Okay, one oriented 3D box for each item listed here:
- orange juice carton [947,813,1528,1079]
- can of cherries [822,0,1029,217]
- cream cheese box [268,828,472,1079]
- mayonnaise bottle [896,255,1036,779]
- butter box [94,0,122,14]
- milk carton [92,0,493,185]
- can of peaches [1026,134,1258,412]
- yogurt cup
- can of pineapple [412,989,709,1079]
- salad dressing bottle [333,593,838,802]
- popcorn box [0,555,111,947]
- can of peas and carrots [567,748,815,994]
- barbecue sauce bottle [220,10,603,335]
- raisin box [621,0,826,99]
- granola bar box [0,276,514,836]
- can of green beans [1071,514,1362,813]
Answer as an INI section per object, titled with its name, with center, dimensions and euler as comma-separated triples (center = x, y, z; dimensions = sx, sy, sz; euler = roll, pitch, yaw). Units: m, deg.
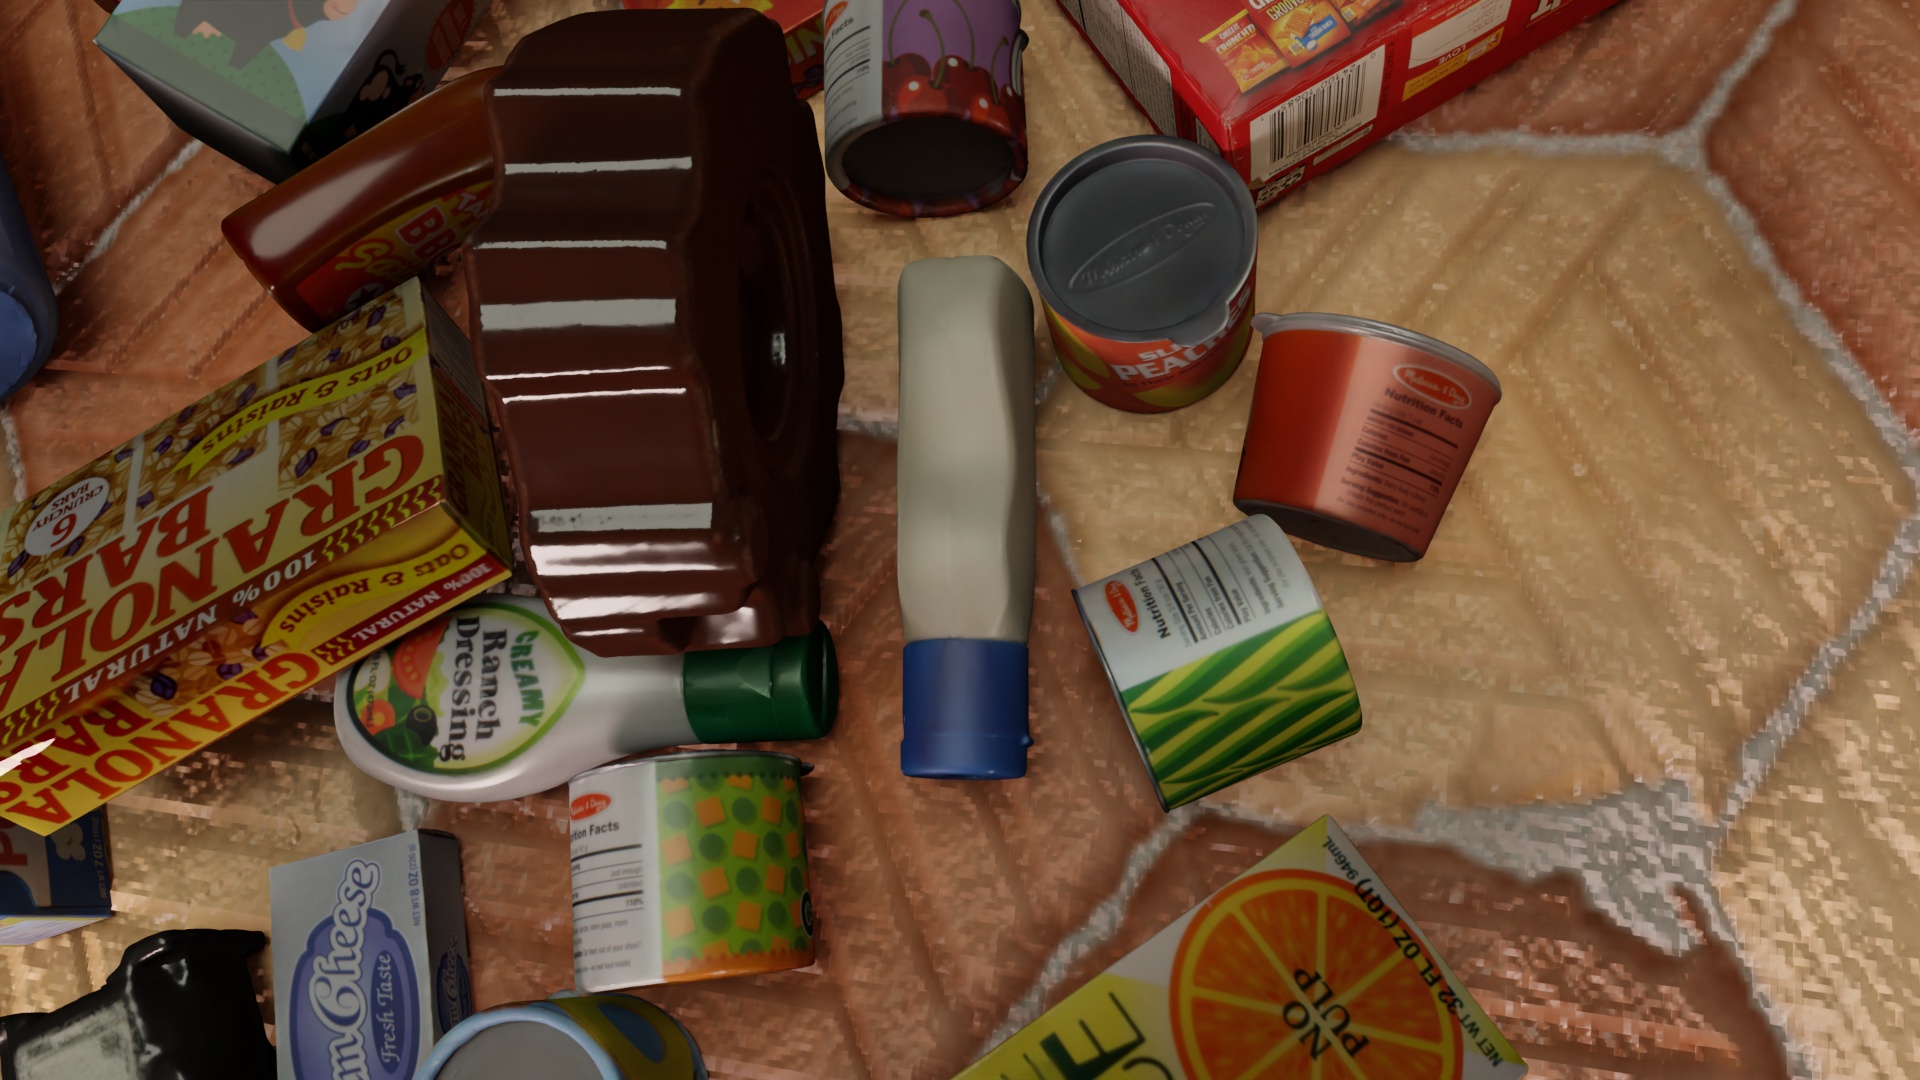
[orange juice carton]
center = 0.026, 0.147, 0.310
dimensions = 0.193, 0.072, 0.072
euler = -26, 68, -26
[can of cherries]
center = -0.009, -0.146, 0.452
dimensions = 0.071, 0.071, 0.058
euler = -6, 73, 10
[cream cheese box]
center = -0.176, 0.144, 0.417
dimensions = 0.053, 0.024, 0.104
euler = -16, 71, 8
[mayonnaise bottle]
center = 0.001, -0.005, 0.410
dimensions = 0.041, 0.064, 0.148
euler = -2, 76, 10
[butter box]
center = -0.301, -0.223, 0.556
dimensions = 0.103, 0.024, 0.053
euler = 27, 79, 17
[milk carton]
center = -0.212, -0.222, 0.502
dimensions = 0.073, 0.072, 0.191
euler = 29, 79, -5
[can of peaches]
center = 0.057, -0.077, 0.421
dimensions = 0.071, 0.058, 0.071
euler = -3, 73, 10
[yogurt cup]
center = 0.111, -0.027, 0.393
dimensions = 0.072, 0.072, 0.054
euler = 18, 86, 16
[can of pineapple]
center = -0.111, 0.159, 0.382
dimensions = 0.071, 0.057, 0.071
euler = -3, 73, 11
[salad dressing bottle]
center = -0.113, 0.046, 0.425
dimensions = 0.148, 0.044, 0.064
euler = -5, 71, 10
[popcorn box]
center = -0.322, 0.062, 0.439
dimensions = 0.038, 0.085, 0.127
euler = -21, 71, 6
[can of peas and carrots]
center = -0.073, 0.094, 0.392
dimensions = 0.071, 0.071, 0.059
euler = -10, 72, 8
[barbecue sauce bottle]
center = -0.176, -0.131, 0.485
dimensions = 0.149, 0.065, 0.043
euler = -37, 89, -10
[raisin box]
center = -0.059, -0.208, 0.495
dimensions = 0.123, 0.040, 0.086
euler = -30, 71, 2
[granola bar box]
center = -0.228, 0.000, 0.442
dimensions = 0.165, 0.039, 0.125
euler = -29, 46, 2
[can of green beans]
center = 0.069, 0.033, 0.380
dimensions = 0.058, 0.071, 0.071
euler = -23, 70, 3
